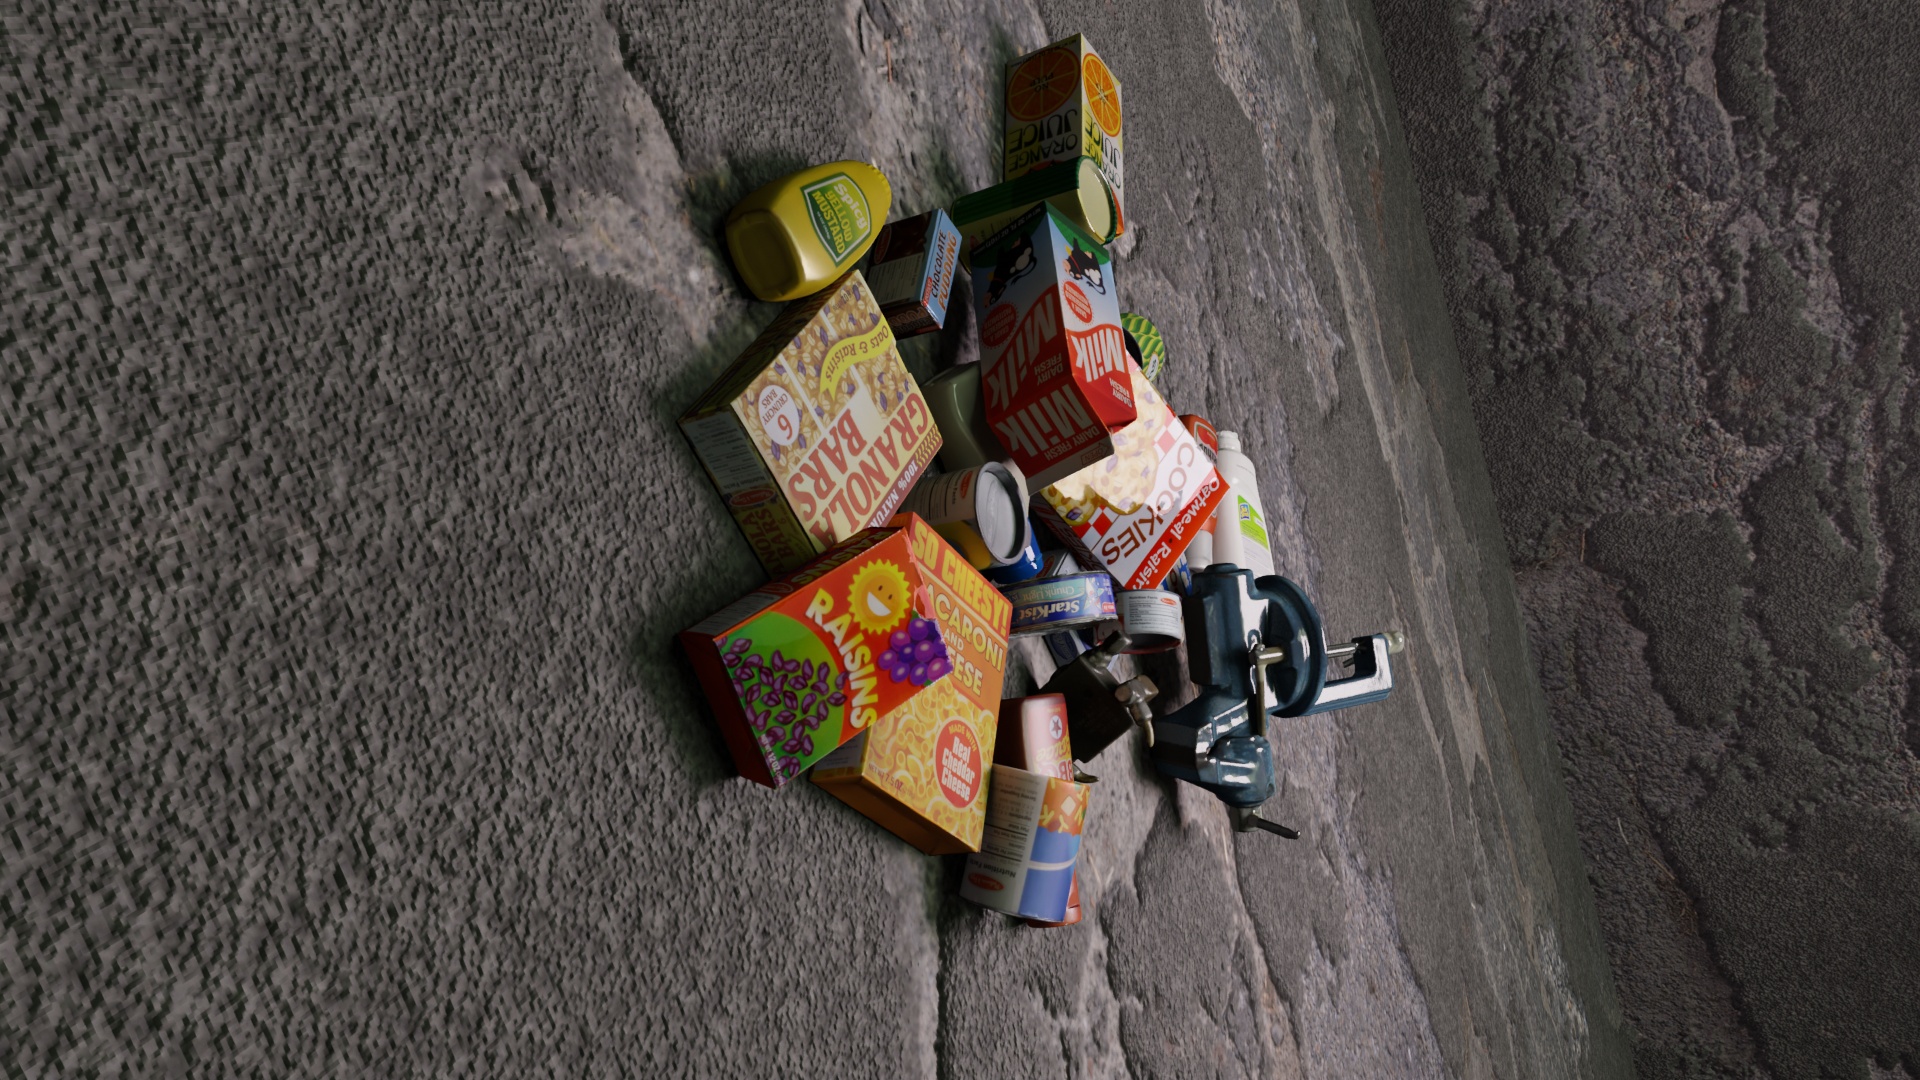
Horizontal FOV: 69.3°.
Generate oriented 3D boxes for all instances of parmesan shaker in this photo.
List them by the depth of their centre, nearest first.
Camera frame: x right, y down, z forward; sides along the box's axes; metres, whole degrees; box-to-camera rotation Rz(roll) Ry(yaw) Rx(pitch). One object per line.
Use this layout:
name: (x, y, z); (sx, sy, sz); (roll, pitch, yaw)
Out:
parmesan shaker: (0.055, -0.230, 1.005); (0.071, 0.103, 0.071); (29, 56, -53)

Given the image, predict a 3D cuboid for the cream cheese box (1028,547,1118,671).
cream cheese box: (0.083, 0.062, 1.027); (0.103, 0.024, 0.054); (64, 33, -23)

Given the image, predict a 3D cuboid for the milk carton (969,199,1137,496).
milk carton: (0.062, -0.122, 0.920); (0.073, 0.072, 0.191); (27, 47, -41)

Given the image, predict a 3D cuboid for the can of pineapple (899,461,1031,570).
can of pineapple: (0.003, -0.011, 0.884); (0.071, 0.058, 0.071); (27, 57, -54)

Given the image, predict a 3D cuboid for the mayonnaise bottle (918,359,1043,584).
mayonnaise bottle: (0.017, -0.044, 0.938); (0.065, 0.041, 0.147); (-41, 116, -54)

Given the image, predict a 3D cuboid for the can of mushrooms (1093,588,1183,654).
can of mushrooms: (0.129, 0.060, 1.016); (0.071, 0.071, 0.033); (26, 57, -54)

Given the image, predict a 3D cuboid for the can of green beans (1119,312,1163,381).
can of green beans: (0.127, -0.150, 1.137); (0.058, 0.071, 0.071); (-30, 106, -60)

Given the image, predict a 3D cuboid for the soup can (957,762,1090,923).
soup can: (0.041, 0.184, 0.850); (0.071, 0.071, 0.084); (26, 74, -54)

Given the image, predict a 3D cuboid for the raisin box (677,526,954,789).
raisin box: (-0.070, 0.056, 0.707); (0.124, 0.040, 0.086); (-31, 109, -34)

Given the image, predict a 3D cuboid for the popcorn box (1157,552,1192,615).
popcorn box: (0.151, 0.007, 1.150); (0.085, 0.038, 0.126); (-32, 107, -59)

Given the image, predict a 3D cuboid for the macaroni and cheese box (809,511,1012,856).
macaroni and cheese box: (-0.024, 0.085, 0.821); (0.123, 0.040, 0.167); (44, 44, -44)

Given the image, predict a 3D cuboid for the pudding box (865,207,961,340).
pudding box: (-0.032, -0.170, 0.889); (0.030, 0.049, 0.084); (48, 41, -44)

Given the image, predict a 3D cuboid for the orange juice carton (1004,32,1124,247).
orange juice carton: (0.083, -0.298, 1.108); (0.073, 0.071, 0.193); (32, 53, -51)

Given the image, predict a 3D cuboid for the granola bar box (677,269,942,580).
granola bar box: (-0.076, -0.062, 0.785); (0.123, 0.039, 0.166); (63, 33, -25)

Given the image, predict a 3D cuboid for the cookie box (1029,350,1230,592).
cookie box: (0.115, -0.048, 1.032); (0.123, 0.040, 0.167); (-52, 123, -13)

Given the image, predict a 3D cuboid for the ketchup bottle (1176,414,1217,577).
ketchup bottle: (0.209, -0.037, 1.258); (0.064, 0.043, 0.149); (34, 52, -48)

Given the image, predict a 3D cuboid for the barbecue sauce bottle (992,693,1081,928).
barbecue sauce bottle: (0.052, 0.177, 0.915); (0.065, 0.043, 0.148); (4, 76, -56)

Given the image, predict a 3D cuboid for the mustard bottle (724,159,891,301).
mustard bottle: (-0.078, -0.193, 0.819); (0.065, 0.048, 0.161); (65, 32, -20)
